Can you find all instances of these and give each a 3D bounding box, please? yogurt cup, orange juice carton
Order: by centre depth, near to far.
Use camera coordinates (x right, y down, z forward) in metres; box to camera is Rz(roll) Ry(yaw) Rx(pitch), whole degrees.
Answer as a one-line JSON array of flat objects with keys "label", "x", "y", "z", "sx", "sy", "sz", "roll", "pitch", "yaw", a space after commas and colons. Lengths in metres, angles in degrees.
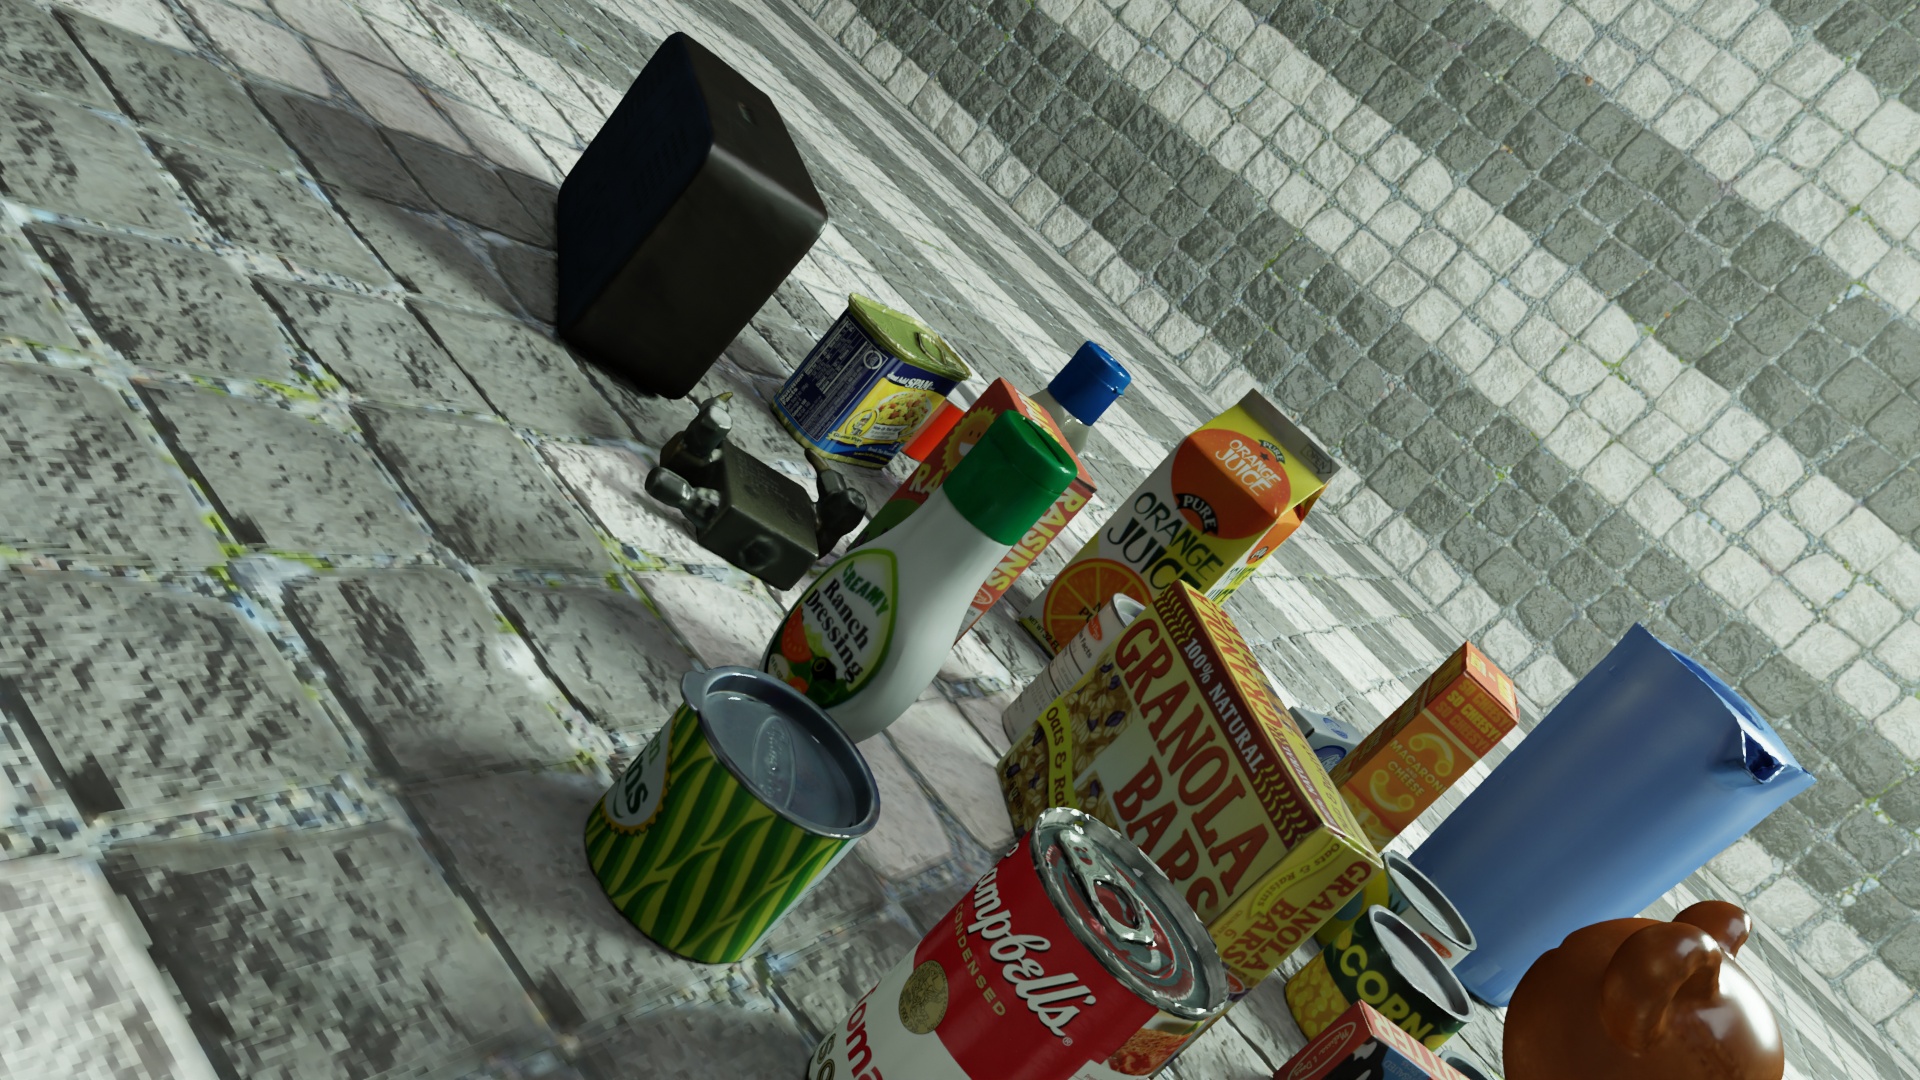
[{"label": "orange juice carton", "x": 0.130, "y": 0.004, "z": 0.815, "sx": 0.072, "sy": 0.192, "sz": 0.073, "roll": 47, "pitch": 17, "yaw": 18}, {"label": "yogurt cup", "x": -0.025, "y": -0.090, "z": 0.947, "sx": 0.072, "sy": 0.054, "sz": 0.072, "roll": 38, "pitch": 17, "yaw": -13}]

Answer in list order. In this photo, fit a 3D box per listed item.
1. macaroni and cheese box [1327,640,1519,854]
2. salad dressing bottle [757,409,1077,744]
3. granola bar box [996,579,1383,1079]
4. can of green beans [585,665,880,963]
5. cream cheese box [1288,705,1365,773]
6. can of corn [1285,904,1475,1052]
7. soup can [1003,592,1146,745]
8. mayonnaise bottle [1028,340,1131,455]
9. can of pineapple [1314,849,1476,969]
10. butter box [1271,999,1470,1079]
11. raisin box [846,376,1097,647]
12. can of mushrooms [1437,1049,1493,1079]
[{"label": "macaroni and cheese box", "x": 0.231, "y": 0.133, "z": 0.760, "sx": 0.040, "sy": 0.166, "sz": 0.124, "roll": 45, "pitch": 16, "yaw": 12}, {"label": "salad dressing bottle", "x": -0.017, "y": 0.015, "z": 0.530, "sx": 0.044, "sy": 0.147, "sz": 0.064, "roll": 23, "pitch": 24, "yaw": -48}, {"label": "granola bar box", "x": 0.081, "y": 0.107, "z": 0.560, "sx": 0.039, "sy": 0.124, "sz": 0.166, "roll": 34, "pitch": 18, "yaw": -26}, {"label": "can of green beans", "x": -0.067, "y": 0.080, "z": 0.409, "sx": 0.071, "sy": 0.057, "sz": 0.071, "roll": 38, "pitch": 16, "yaw": -13}, {"label": "cream cheese box", "x": 0.235, "y": 0.144, "z": 0.942, "sx": 0.104, "sy": 0.053, "sz": 0.024, "roll": 21, "pitch": 26, "yaw": -51}, {"label": "can of corn", "x": 0.197, "y": 0.218, "z": 0.657, "sx": 0.071, "sy": 0.058, "sz": 0.071, "roll": 38, "pitch": 16, "yaw": -13}, {"label": "soup can", "x": 0.074, "y": 0.080, "z": 0.684, "sx": 0.071, "sy": 0.083, "sz": 0.071, "roll": 38, "pitch": 16, "yaw": -13}, {"label": "mayonnaise bottle", "x": 0.041, "y": -0.055, "z": 0.840, "sx": 0.041, "sy": 0.147, "sz": 0.065, "roll": 49, "pitch": 17, "yaw": 24}, {"label": "can of pineapple", "x": 0.235, "y": 0.213, "z": 0.757, "sx": 0.071, "sy": 0.057, "sz": 0.071, "roll": 38, "pitch": 16, "yaw": -13}, {"label": "butter box", "x": 0.187, "y": 0.241, "z": 0.584, "sx": 0.103, "sy": 0.053, "sz": 0.024, "roll": 37, "pitch": 16, "yaw": -15}, {"label": "raisin box", "x": 0.002, "y": -0.009, "z": 0.678, "sx": 0.040, "sy": 0.123, "sz": 0.086, "roll": 33, "pitch": 18, "yaw": -29}, {"label": "can of mushrooms", "x": 0.238, "y": 0.277, "z": 0.644, "sx": 0.071, "sy": 0.033, "sz": 0.071, "roll": 38, "pitch": 17, "yaw": -13}]
